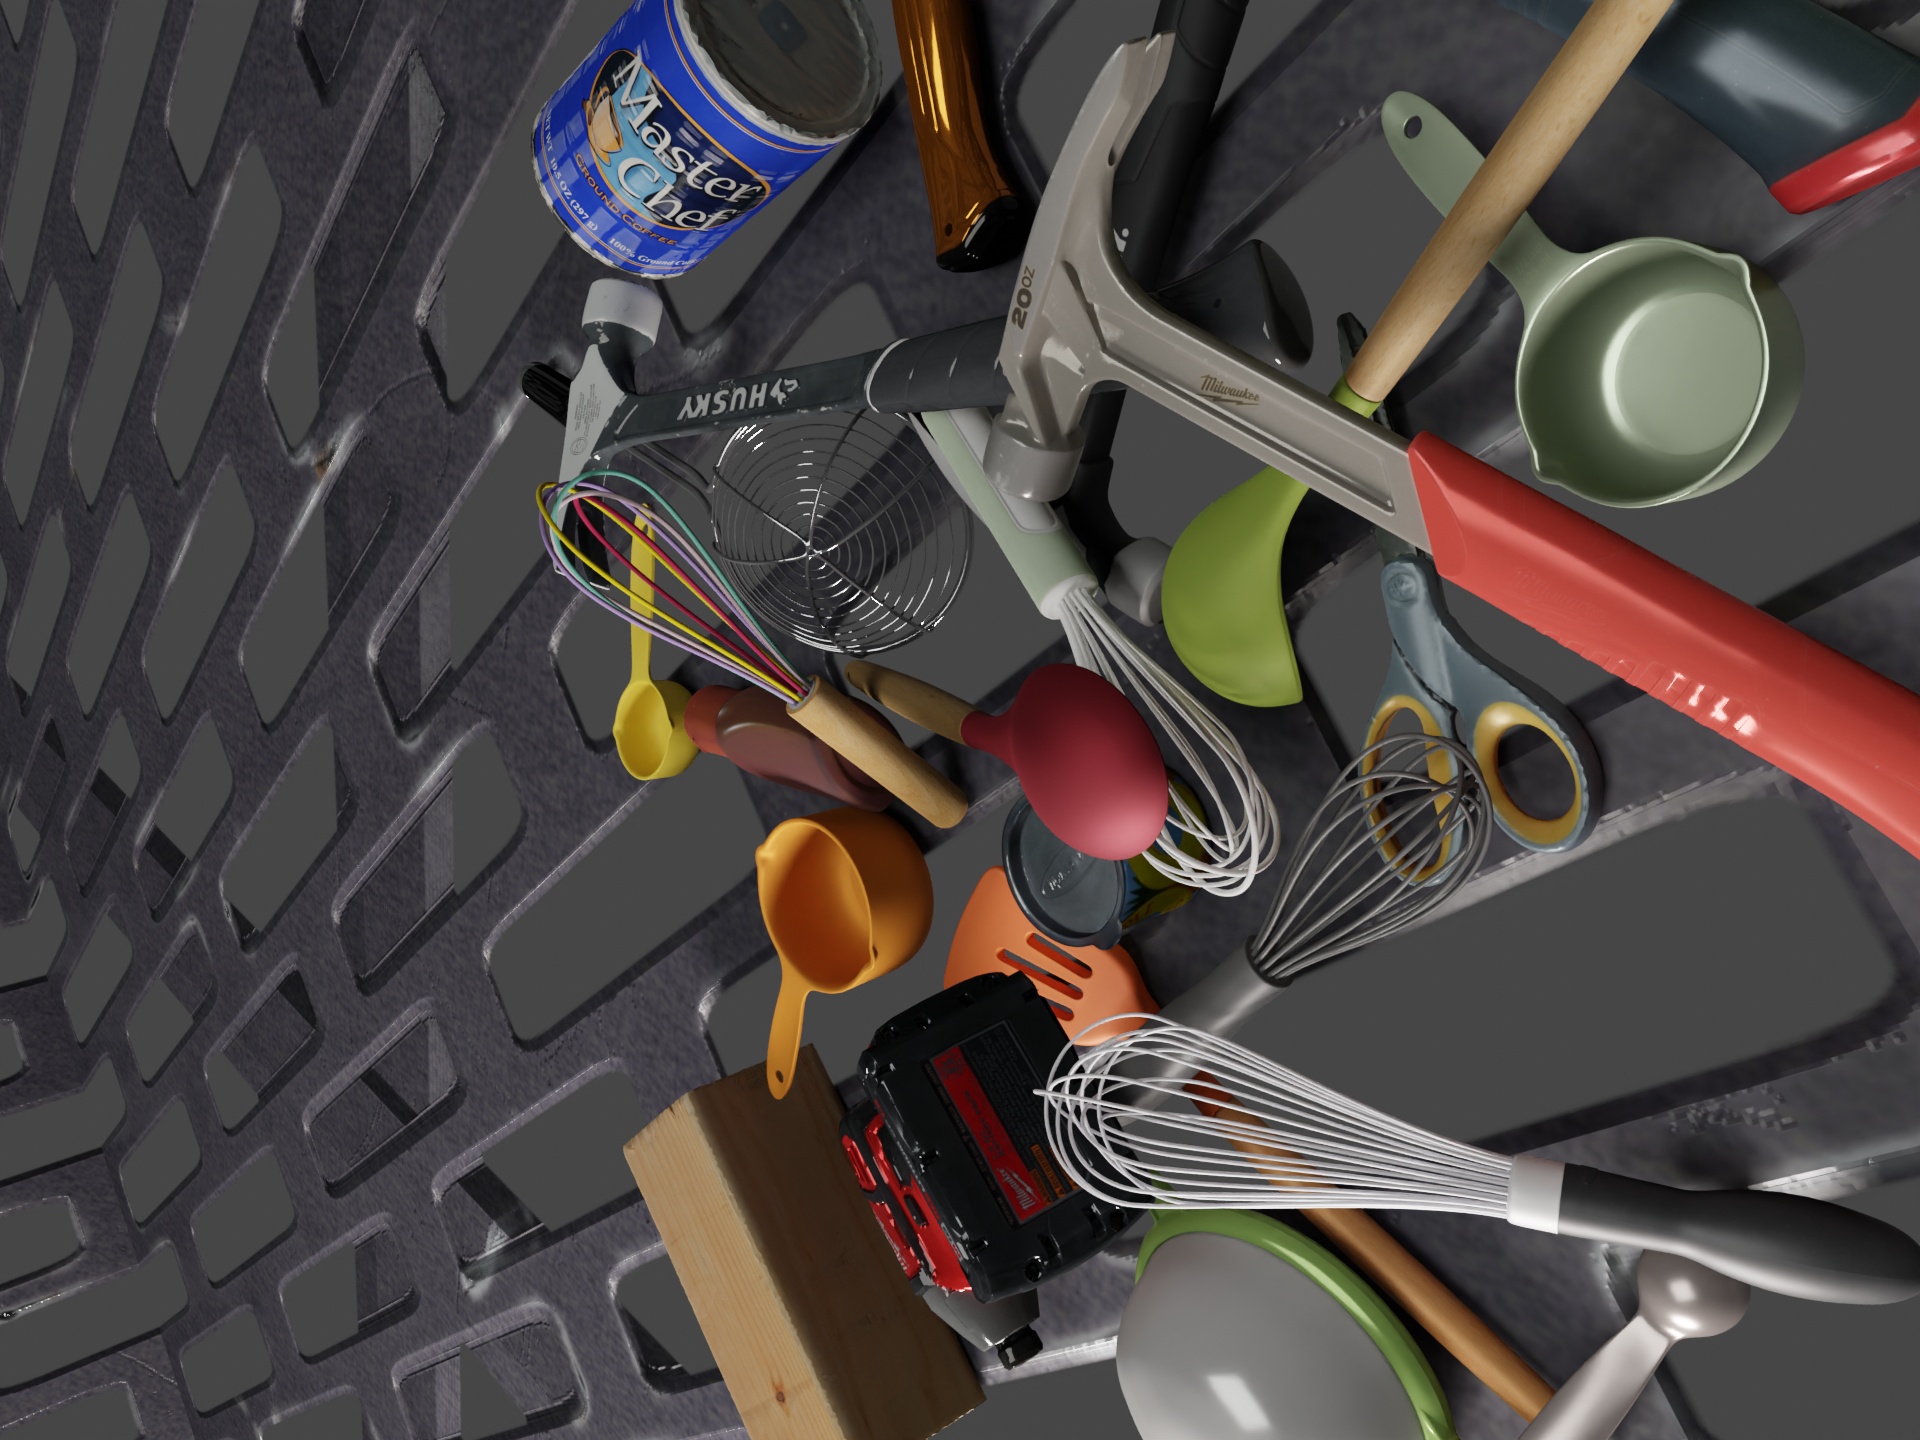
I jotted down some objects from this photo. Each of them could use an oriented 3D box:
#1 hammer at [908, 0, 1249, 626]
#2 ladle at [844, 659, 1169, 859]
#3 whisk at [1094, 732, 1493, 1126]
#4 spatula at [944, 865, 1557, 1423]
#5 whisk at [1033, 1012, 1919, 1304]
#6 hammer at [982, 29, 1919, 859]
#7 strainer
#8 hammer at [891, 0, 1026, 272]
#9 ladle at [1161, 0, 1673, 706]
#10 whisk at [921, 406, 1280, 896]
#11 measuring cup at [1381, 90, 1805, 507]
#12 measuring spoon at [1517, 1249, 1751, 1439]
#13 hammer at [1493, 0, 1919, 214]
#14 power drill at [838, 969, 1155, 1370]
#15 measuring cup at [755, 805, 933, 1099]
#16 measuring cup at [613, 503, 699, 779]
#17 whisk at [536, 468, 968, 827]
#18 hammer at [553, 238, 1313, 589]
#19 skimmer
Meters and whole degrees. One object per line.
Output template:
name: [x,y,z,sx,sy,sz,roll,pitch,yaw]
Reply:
hammer: [0.070,-0.213,0.588,0.146,0.035,0.334,37,125,34]
ladle: [-0.001,-0.002,0.640,0.315,0.031,0.069,-156,53,-69]
whisk: [0.109,0.087,0.581,0.055,0.055,0.239,55,132,22]
spatula: [0.118,0.177,0.636,0.323,0.041,0.081,40,126,32]
whisk: [0.157,0.150,0.528,0.285,0.070,0.070,5,105,25]
hammer: [0.169,-0.051,0.445,0.359,0.037,0.149,33,132,17]
strainer: [0.149,0.283,0.590,0.256,0.069,0.151,15,123,44]
hammer: [-0.028,-0.353,0.656,0.127,0.034,0.337,-6,96,47]
ladle: [0.147,-0.120,0.484,0.320,0.062,0.078,120,148,-44]
whisk: [0.044,-0.040,0.591,0.247,0.058,0.059,61,153,27]
measuring cup: [0.186,-0.137,0.486,0.168,0.038,0.083,61,138,26]
measuring spoon: [0.213,0.220,0.525,0.034,0.018,0.124,39,101,30]
hammer: [0.121,-0.275,0.475,0.387,0.038,0.143,40,122,23]
power drill: [0.006,0.206,0.697,0.143,0.078,0.219,59,159,20]
measuring cup: [-0.063,0.121,0.808,0.095,0.052,0.173,38,127,34]
measuring cup: [-0.170,-0.044,0.904,0.062,0.029,0.156,-3,86,47]
whisk: [-0.084,-0.027,0.694,0.051,0.244,0.047,-54,29,-7]
hammer: [-0.042,-0.131,0.635,0.409,0.036,0.149,3,79,44]
skimmer: [-0.129,-0.138,0.826,0.364,0.090,0.127,35,129,48]
